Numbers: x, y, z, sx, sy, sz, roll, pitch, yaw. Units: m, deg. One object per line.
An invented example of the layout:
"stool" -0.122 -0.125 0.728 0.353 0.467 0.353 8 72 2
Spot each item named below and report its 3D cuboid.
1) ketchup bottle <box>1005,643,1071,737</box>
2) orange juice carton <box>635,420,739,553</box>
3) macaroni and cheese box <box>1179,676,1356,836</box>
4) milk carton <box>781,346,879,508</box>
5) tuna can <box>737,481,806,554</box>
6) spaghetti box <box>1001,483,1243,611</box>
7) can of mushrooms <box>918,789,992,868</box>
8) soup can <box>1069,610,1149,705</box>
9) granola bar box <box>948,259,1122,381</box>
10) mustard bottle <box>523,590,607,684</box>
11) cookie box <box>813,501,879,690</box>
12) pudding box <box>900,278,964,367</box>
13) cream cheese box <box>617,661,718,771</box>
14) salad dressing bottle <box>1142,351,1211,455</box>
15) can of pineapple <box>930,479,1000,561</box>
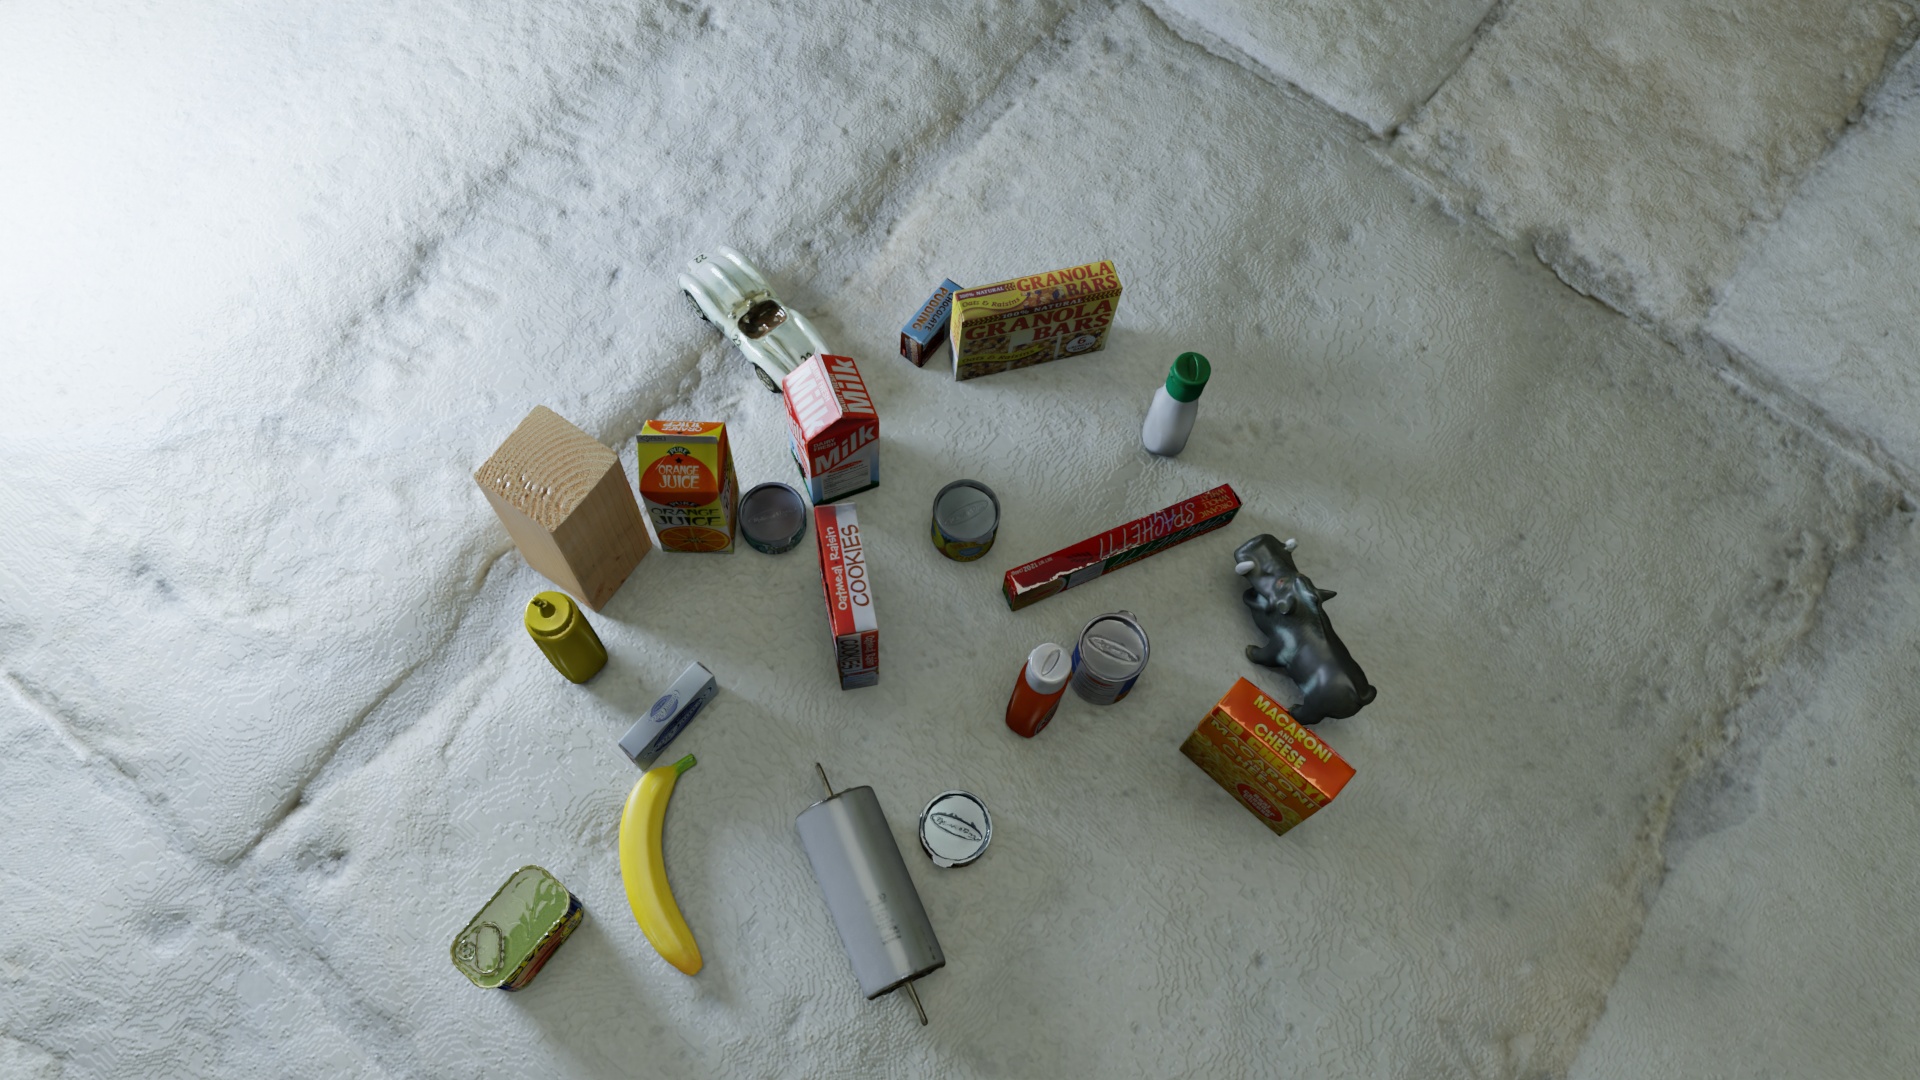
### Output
"ketchup bottle" 0.072 0.132 1.257 0.043 0.148 0.065 31 70 9
"orange juice carton" -0.252 -0.056 1.291 0.072 0.192 0.073 2 68 -3
"macaroni and cheese box" 0.268 0.194 1.234 0.124 0.165 0.040 40 71 12
"milk carton" -0.122 -0.109 1.322 0.073 0.189 0.072 -20 70 -11
"tuna can" -0.184 -0.019 1.366 0.071 0.032 0.071 1 67 -3
"spaghetti box" 0.159 0.006 1.368 0.251 0.050 0.029 -21 71 -12
"can of mushrooms" -0.006 0.264 1.259 0.071 0.033 0.071 1 67 -3
"soup can" 0.139 0.111 1.305 0.071 0.083 0.071 1 68 -3
"granola bar box" 0.073 -0.224 1.418 0.166 0.123 0.039 -13 69 -9
"mustard bottle" -0.358 0.080 1.245 0.049 0.159 0.065 -40 75 -17
"cookie box" -0.104 0.054 1.268 0.040 0.166 0.123 -10 69 -7
"pudding box" -0.028 -0.228 1.454 0.030 0.049 0.084 34 70 10
"cream cheese box" -0.267 0.161 1.275 0.024 0.053 0.104 38 70 11
"salad dressing bottle" 0.215 -0.135 1.377 0.044 0.147 0.064 2 68 -3
"can of pineapple" 0.005 -0.017 1.364 0.071 0.057 0.071 1 68 -3
